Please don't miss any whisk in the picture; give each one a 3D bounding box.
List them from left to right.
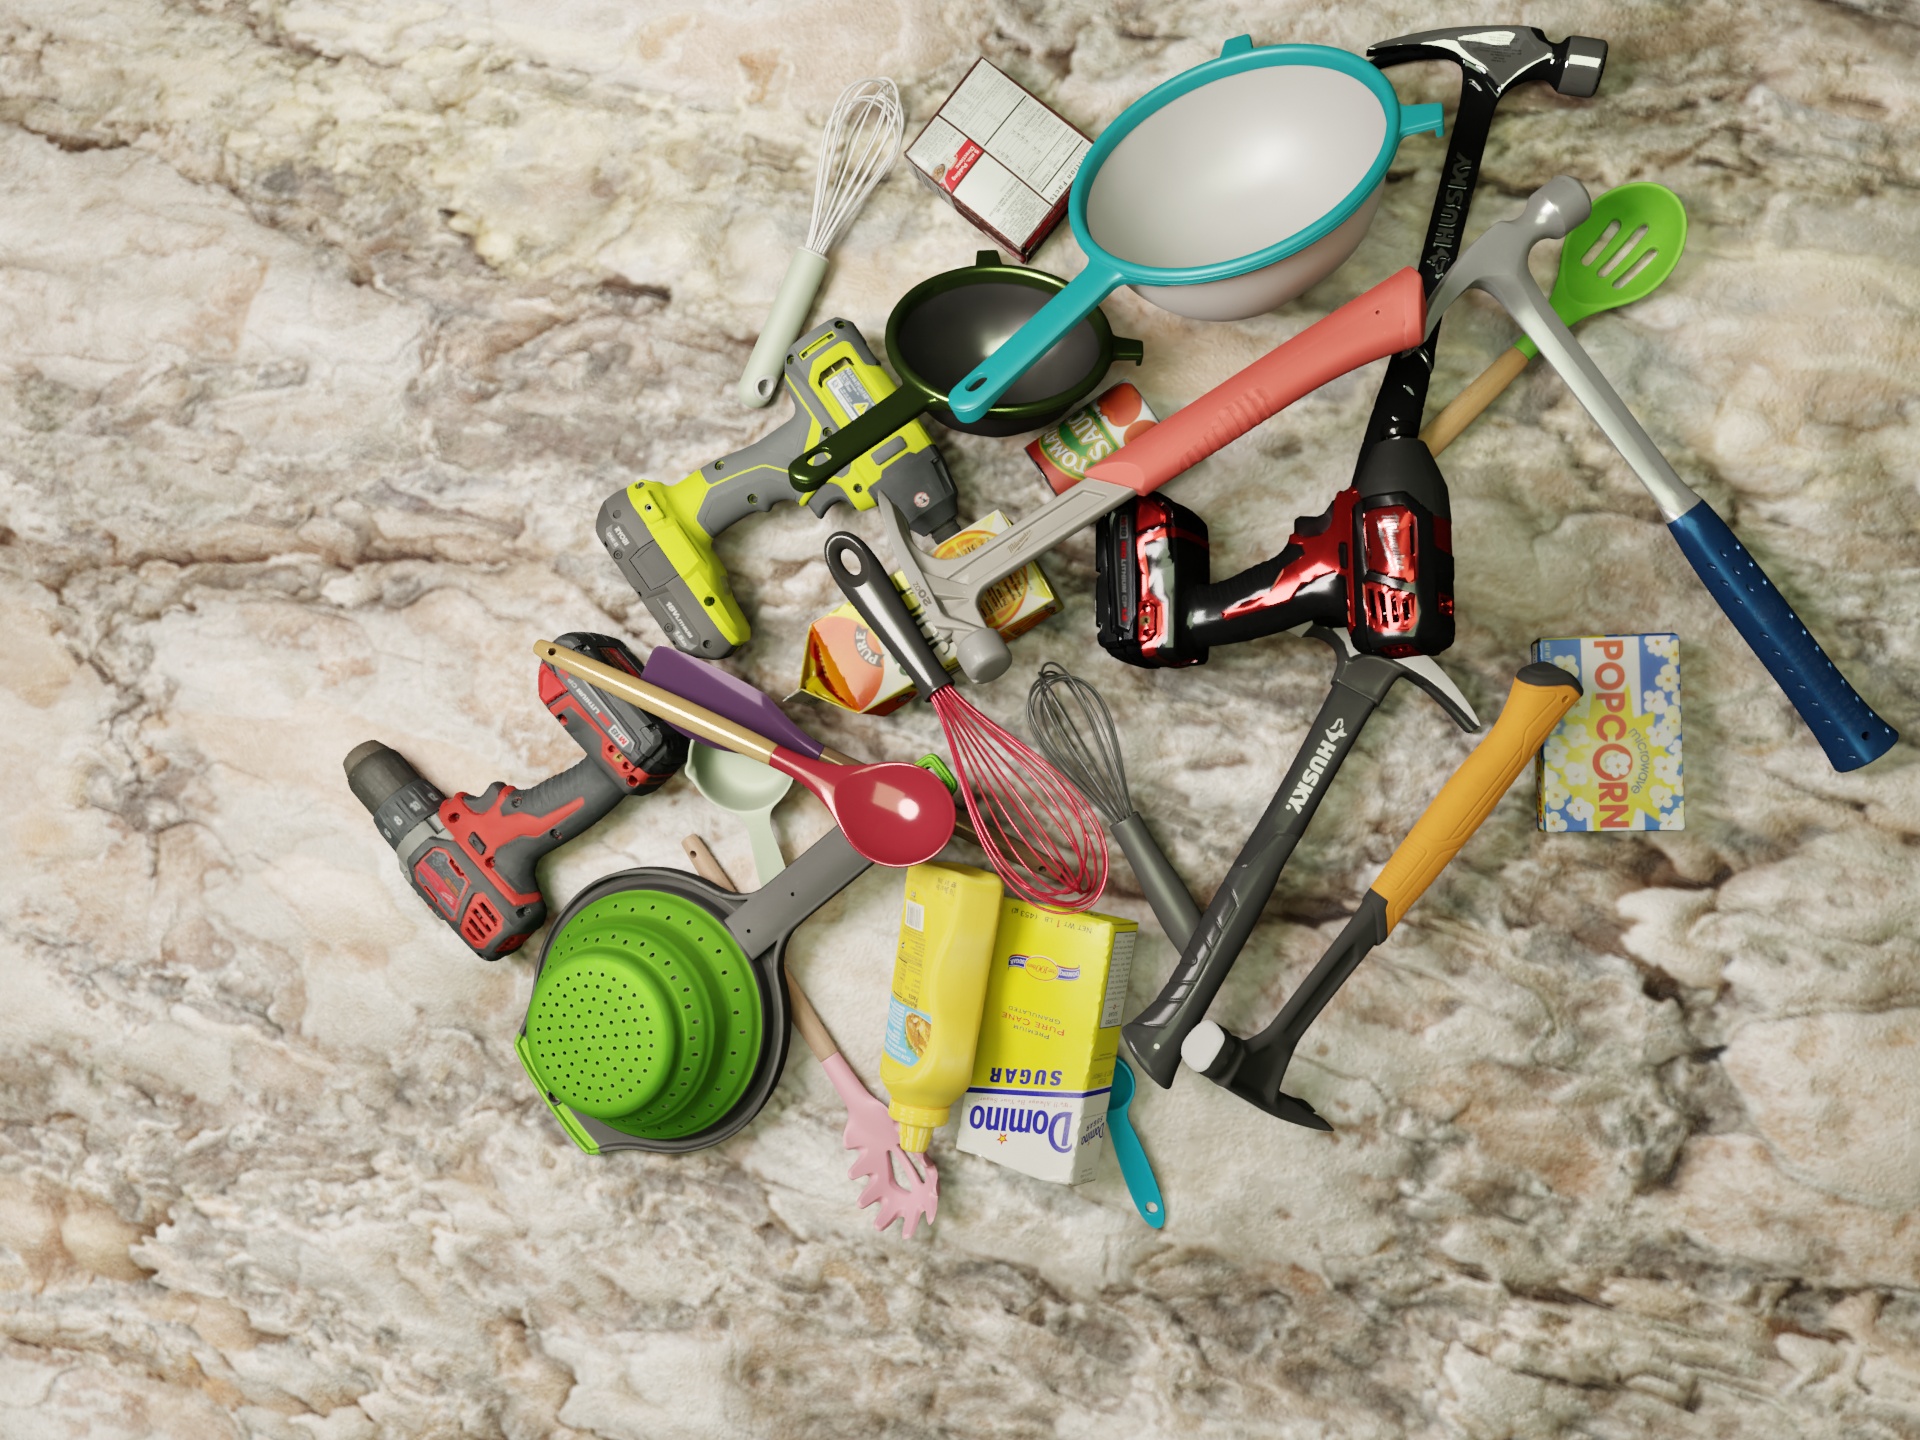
[{"bbox_3d":[-0.101,-0.335,1.117,0.059,0.057,0.246,30,99,43],"label":"whisk"},{"bbox_3d":[-0.002,-0.003,1.014,0.073,0.073,0.296,-37,77,8],"label":"whisk"},{"bbox_3d":[0.113,0.067,1.069,0.055,0.055,0.239,-30,89,8],"label":"whisk"}]

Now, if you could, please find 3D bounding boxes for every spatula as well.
[{"bbox_3d":[-0.073,0.037,1.084,0.316,0.018,0.059,26,117,-3],"label":"spatula"}]

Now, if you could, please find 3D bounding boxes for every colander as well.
[{"bbox_3d":[-0.166,0.155,1.065,0.397,0.094,0.204,-40,80,15],"label":"colander"}]

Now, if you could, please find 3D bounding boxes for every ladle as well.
[{"bbox_3d":[-0.146,0.013,1.043,0.315,0.031,0.069,24,77,11],"label":"ladle"}]

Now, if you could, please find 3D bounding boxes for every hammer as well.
[{"bbox_3d":[0.123,-0.174,0.989,0.359,0.036,0.149,-32,65,9],"label":"hammer"},{"bbox_3d":[0.206,0.087,1.037,0.146,0.035,0.335,29,86,9],"label":"hammer"},{"bbox_3d":[0.283,0.109,1.007,0.127,0.034,0.337,33,96,-31],"label":"hammer"},{"bbox_3d":[0.294,-0.257,1.030,0.149,0.036,0.409,15,87,14],"label":"hammer"},{"bbox_3d":[0.439,-0.135,0.990,0.144,0.035,0.405,-38,91,-1],"label":"hammer"}]

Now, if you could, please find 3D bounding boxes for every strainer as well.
[{"bbox_3d":[-0.012,-0.203,1.042,0.152,0.069,0.256,38,62,24],"label":"strainer"},{"bbox_3d":[0.136,-0.285,1.016,0.340,0.095,0.211,-43,49,-4],"label":"strainer"}]

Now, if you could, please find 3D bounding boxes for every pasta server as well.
[{"bbox_3d":[-0.109,0.214,1.110,0.060,0.040,0.316,-36,82,17],"label":"pasta server"}]

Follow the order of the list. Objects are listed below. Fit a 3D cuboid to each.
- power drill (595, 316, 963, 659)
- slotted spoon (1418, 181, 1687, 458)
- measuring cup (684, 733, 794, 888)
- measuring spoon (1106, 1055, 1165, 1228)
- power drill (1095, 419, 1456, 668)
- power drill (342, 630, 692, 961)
[{"bbox_3d":[-0.121,-0.145,1.097,0.223,0.080,0.171,-34,93,5],"label":"power drill"},{"bbox_3d":[0.346,-0.222,1.042,0.313,0.031,0.070,-46,74,8],"label":"slotted spoon"},{"bbox_3d":[-0.139,0.067,1.124,0.083,0.038,0.167,-12,102,7],"label":"measuring cup"},{"bbox_3d":[0.115,0.283,1.083,0.042,0.021,0.128,-18,95,22],"label":"measuring spoon"},{"bbox_3d":[0.198,-0.105,0.997,0.220,0.078,0.143,-4,82,33],"label":"power drill"},{"bbox_3d":[-0.320,0.035,1.133,0.226,0.080,0.188,-44,82,10],"label":"power drill"}]
